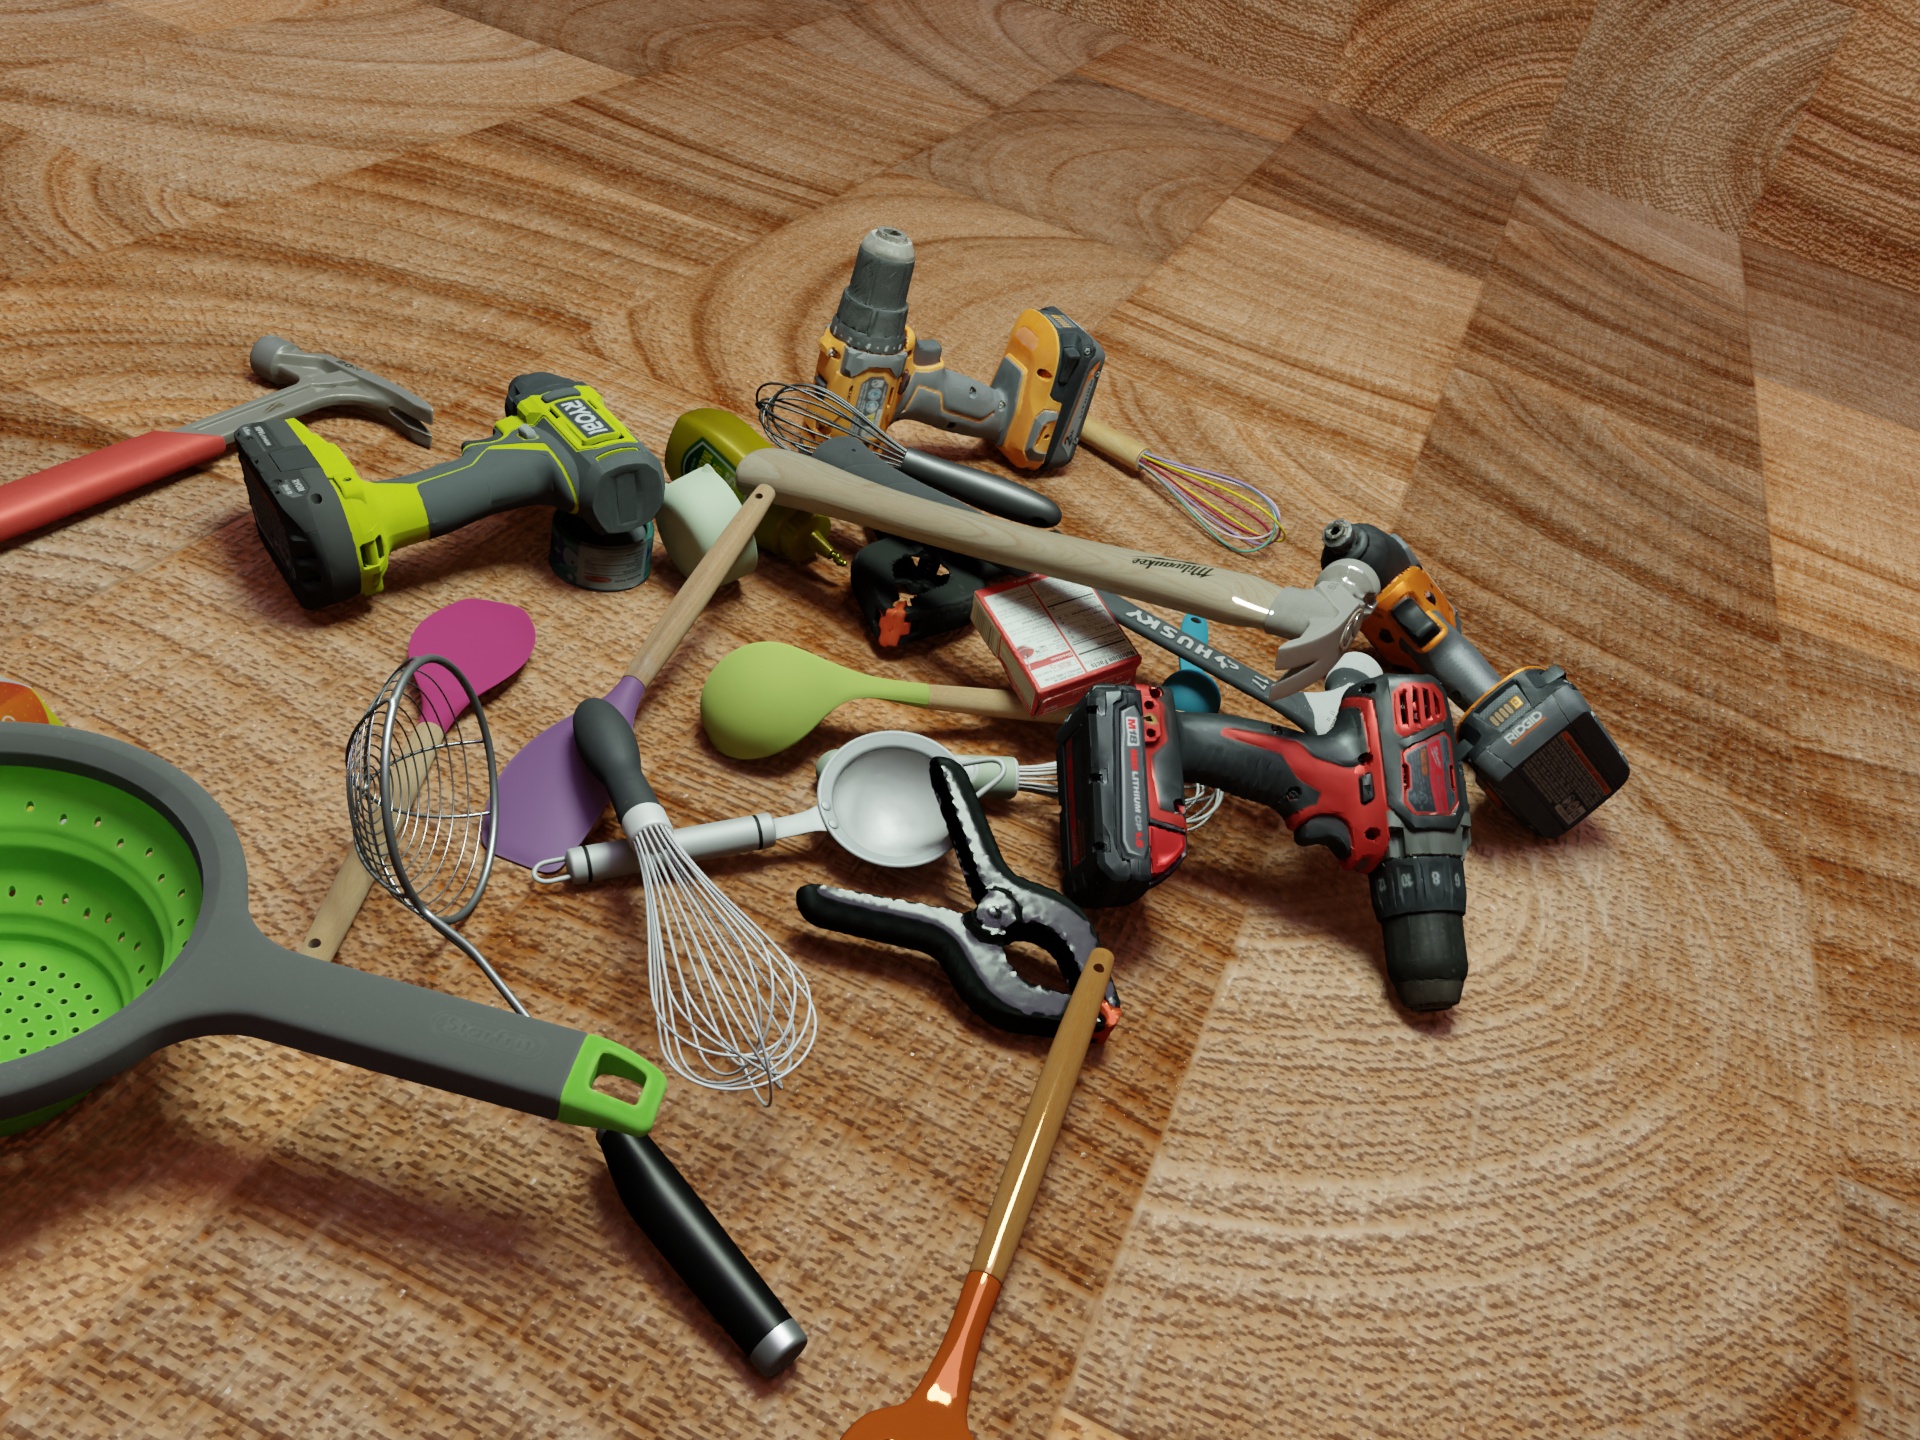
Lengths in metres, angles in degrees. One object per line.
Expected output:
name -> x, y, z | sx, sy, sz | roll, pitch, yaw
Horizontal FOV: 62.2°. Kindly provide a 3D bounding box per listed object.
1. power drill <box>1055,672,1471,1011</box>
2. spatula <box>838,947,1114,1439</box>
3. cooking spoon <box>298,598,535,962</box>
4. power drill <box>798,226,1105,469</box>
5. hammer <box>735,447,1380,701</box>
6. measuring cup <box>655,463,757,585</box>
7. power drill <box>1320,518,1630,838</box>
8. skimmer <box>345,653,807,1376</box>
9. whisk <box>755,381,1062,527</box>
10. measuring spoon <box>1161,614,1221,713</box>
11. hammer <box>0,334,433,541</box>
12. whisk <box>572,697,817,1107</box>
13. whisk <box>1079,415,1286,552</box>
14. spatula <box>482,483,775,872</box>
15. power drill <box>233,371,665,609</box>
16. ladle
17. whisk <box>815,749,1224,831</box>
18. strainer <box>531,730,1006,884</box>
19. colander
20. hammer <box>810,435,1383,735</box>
power drill -> 0.173, 0.065, 0.873 | 0.226, 0.080, 0.188 | 1, 73, -10
spatula -> 0.020, 0.210, 0.667 | 0.081, 0.041, 0.323 | 20, 44, 7
cooking spoon -> -0.290, 0.022, 0.845 | 0.068, 0.017, 0.319 | 10, 35, -5
power drill -> -0.004, -0.278, 1.217 | 0.226, 0.185, 0.084 | -5, 38, -30
hammer -> 0.034, -0.102, 0.960 | 0.411, 0.038, 0.146 | 17, 30, 24
measuring cup -> -0.197, -0.138, 1.067 | 0.038, 0.083, 0.168 | -32, 38, -28
power drill -> 0.323, -0.041, 1.049 | 0.164, 0.084, 0.227 | 36, 16, -44
skimmer -> -0.164, 0.116, 0.701 | 0.090, 0.127, 0.364 | -40, 64, -14
whisk -> -0.038, -0.189, 1.148 | 0.239, 0.055, 0.055 | 21, 36, 0
measuring spoon -> 0.163, -0.047, 1.100 | 0.042, 0.021, 0.129 | 15, 37, -1
hammer -> -0.506, -0.159, 0.996 | 0.149, 0.036, 0.359 | 26, 36, 14
whisk -> -0.140, 0.071, 0.761 | 0.070, 0.070, 0.285 | -7, 38, -27
whisk -> 0.166, -0.202, 1.303 | 0.245, 0.051, 0.047 | 35, 19, 32
spatula -> -0.178, -0.038, 0.914 | 0.060, 0.018, 0.316 | 21, 50, 7
power drill -> -0.321, -0.156, 0.995 | 0.223, 0.080, 0.171 | -20, 44, -28
ladle -> -0.002, -0.003, 0.976 | 0.320, 0.062, 0.078 | 5, 38, -25
whisk -> 0.038, 0.034, 0.928 | 0.246, 0.059, 0.058 | 3, 65, -10
strainer -> -0.098, 0.058, 0.850 | 0.258, 0.050, 0.087 | -9, 58, -22
colander -> -0.317, 0.122, 0.637 | 0.397, 0.094, 0.205 | 16, 36, -2
hammer -> 0.077, -0.084, 1.057 | 0.409, 0.036, 0.149 | 29, 42, 11
